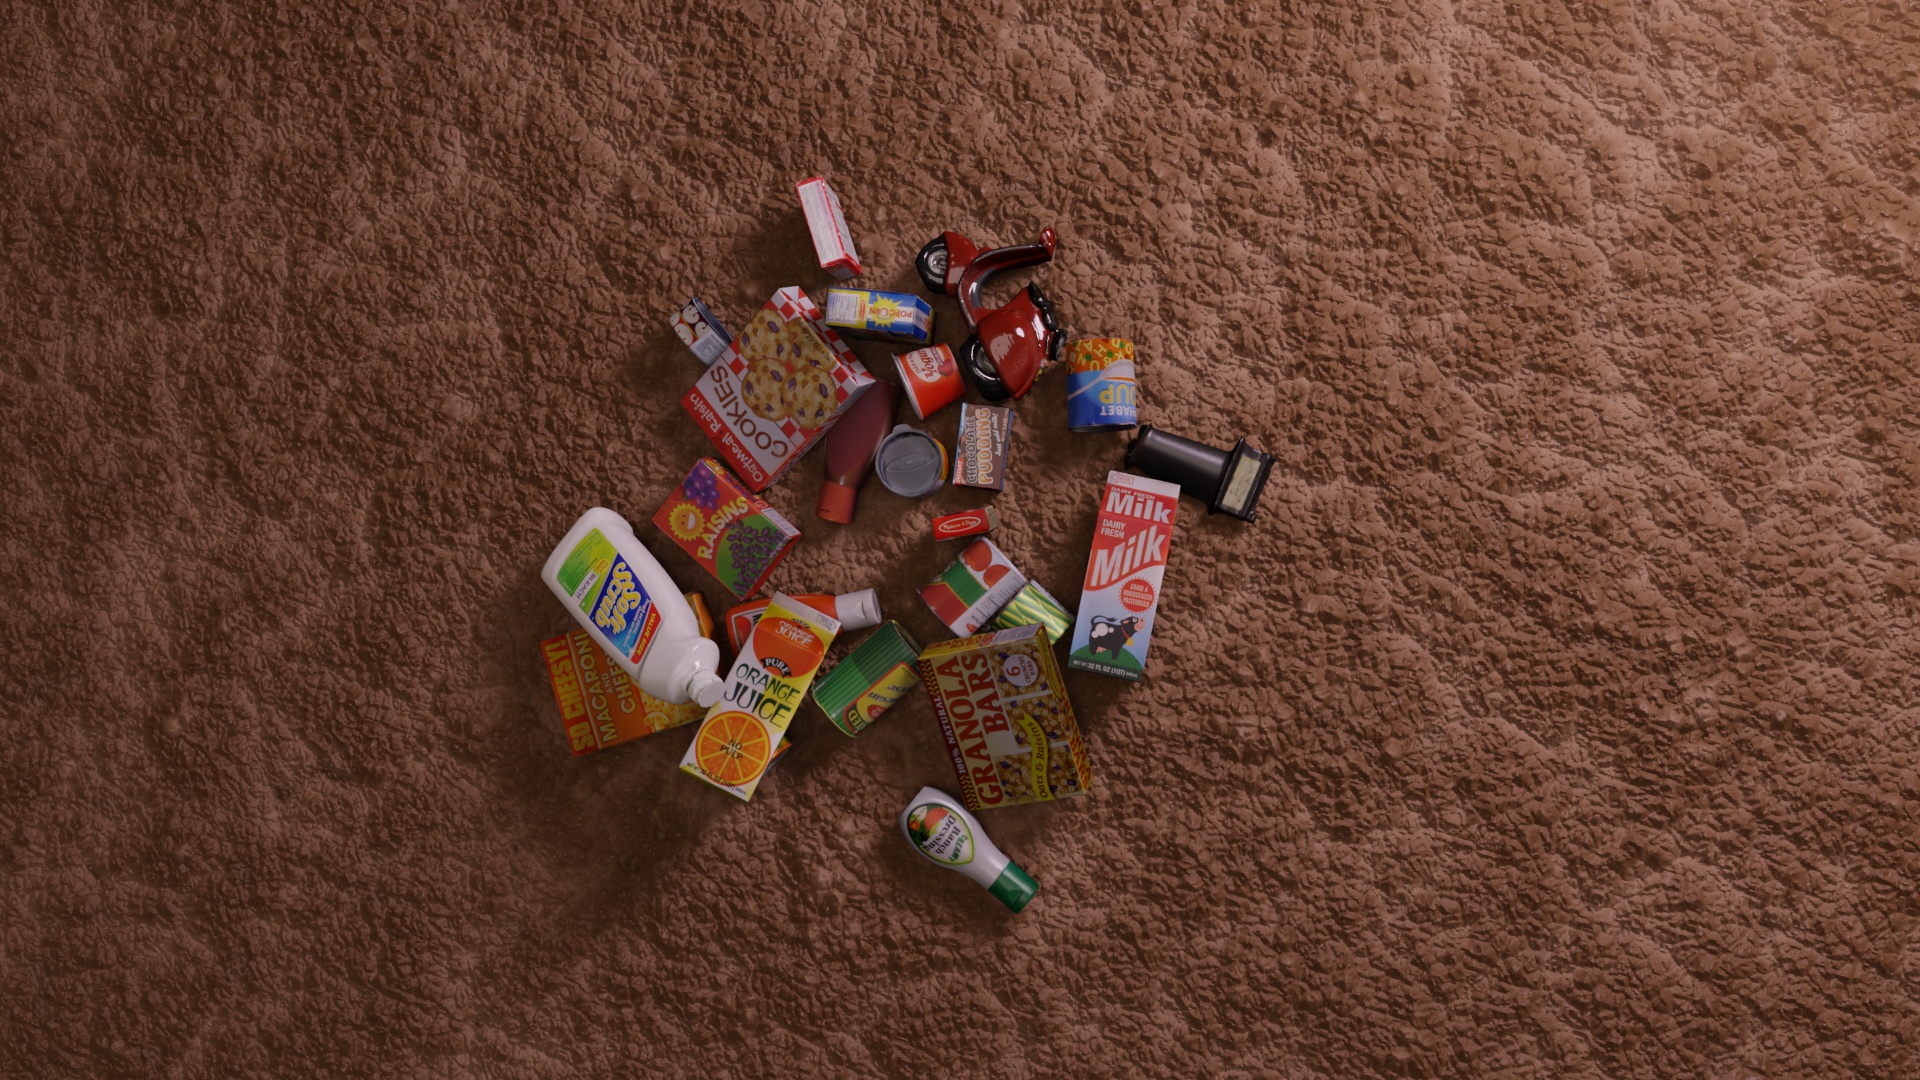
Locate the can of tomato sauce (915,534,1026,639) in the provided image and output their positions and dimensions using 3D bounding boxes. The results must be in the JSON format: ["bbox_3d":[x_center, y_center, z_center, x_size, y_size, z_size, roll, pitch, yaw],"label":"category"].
[{"bbox_3d":[0.011,0.044,1.347,0.083,0.071,0.071,-44,85,4],"label":"can of tomato sauce"}]

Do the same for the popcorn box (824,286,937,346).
[{"bbox_3d":[-0.074,-0.213,1.331,0.085,0.127,0.038,6,93,7],"label":"popcorn box"}]

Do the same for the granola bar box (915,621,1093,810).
[{"bbox_3d":[0.042,0.170,1.317,0.124,0.039,0.165,-13,104,22],"label":"granola bar box"}]

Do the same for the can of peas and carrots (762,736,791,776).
[{"bbox_3d":[-0.210,0.204,1.367,0.059,0.071,0.071,44,94,5],"label":"can of peas and carrots"}]

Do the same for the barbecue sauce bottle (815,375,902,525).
[{"bbox_3d":[-0.107,-0.091,1.374,0.065,0.043,0.148,17,92,21],"label":"barbecue sauce bottle"}]

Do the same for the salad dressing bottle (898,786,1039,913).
[{"bbox_3d":[0.009,0.302,1.352,0.148,0.044,0.064,38,97,6],"label":"salad dressing bottle"}]

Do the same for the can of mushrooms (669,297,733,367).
[{"bbox_3d":[-0.257,-0.208,1.385,0.033,0.071,0.071,-39,85,6],"label":"can of mushrooms"}]

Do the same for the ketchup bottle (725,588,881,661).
[{"bbox_3d":[-0.154,0.081,1.377,0.149,0.043,0.064,-14,91,6],"label":"ketchup bottle"}]

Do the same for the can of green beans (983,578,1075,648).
[{"bbox_3d":[0.069,0.080,1.339,0.058,0.071,0.071,42,94,5],"label":"can of green beans"}]

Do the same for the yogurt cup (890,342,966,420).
[{"bbox_3d":[-0.029,-0.158,1.357,0.054,0.072,0.072,-23,87,-2],"label":"yogurt cup"}]

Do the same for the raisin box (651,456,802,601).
[{"bbox_3d":[-0.233,-0.013,1.384,0.123,0.040,0.086,41,105,6],"label":"raisin box"}]

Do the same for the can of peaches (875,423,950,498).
[{"bbox_3d":[-0.046,-0.077,1.360,0.071,0.058,0.071,0,89,8],"label":"can of peaches"}]

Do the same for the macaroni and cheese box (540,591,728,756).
[{"bbox_3d":[-0.323,0.134,1.398,0.166,0.040,0.123,-18,86,6],"label":"macaroni and cheese box"}]

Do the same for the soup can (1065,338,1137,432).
[{"bbox_3d":[0.137,-0.148,1.333,0.071,0.071,0.083,-2,89,7],"label":"soup can"}]

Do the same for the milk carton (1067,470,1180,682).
[{"bbox_3d":[0.157,0.033,1.325,0.072,0.073,0.190,12,90,7],"label":"milk carton"}]

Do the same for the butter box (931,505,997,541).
[{"bbox_3d":[0.005,-0.017,1.330,0.053,0.103,0.024,-10,92,5],"label":"butter box"}]

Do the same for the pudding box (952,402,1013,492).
[{"bbox_3d":[0.022,-0.092,1.366,0.050,0.030,0.083,8,90,8],"label":"pudding box"}]

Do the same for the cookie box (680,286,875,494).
[{"bbox_3d":[-0.182,-0.146,1.358,0.167,0.040,0.123,-42,84,27],"label":"cookie box"}]

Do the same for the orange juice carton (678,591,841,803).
[{"bbox_3d":[-0.187,0.146,1.312,0.072,0.073,0.193,27,75,-2],"label":"orange juice carton"}]

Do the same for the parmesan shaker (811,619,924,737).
[{"bbox_3d":[-0.086,0.133,1.353,0.103,0.071,0.071,-41,85,5],"label":"parmesan shaker"}]
